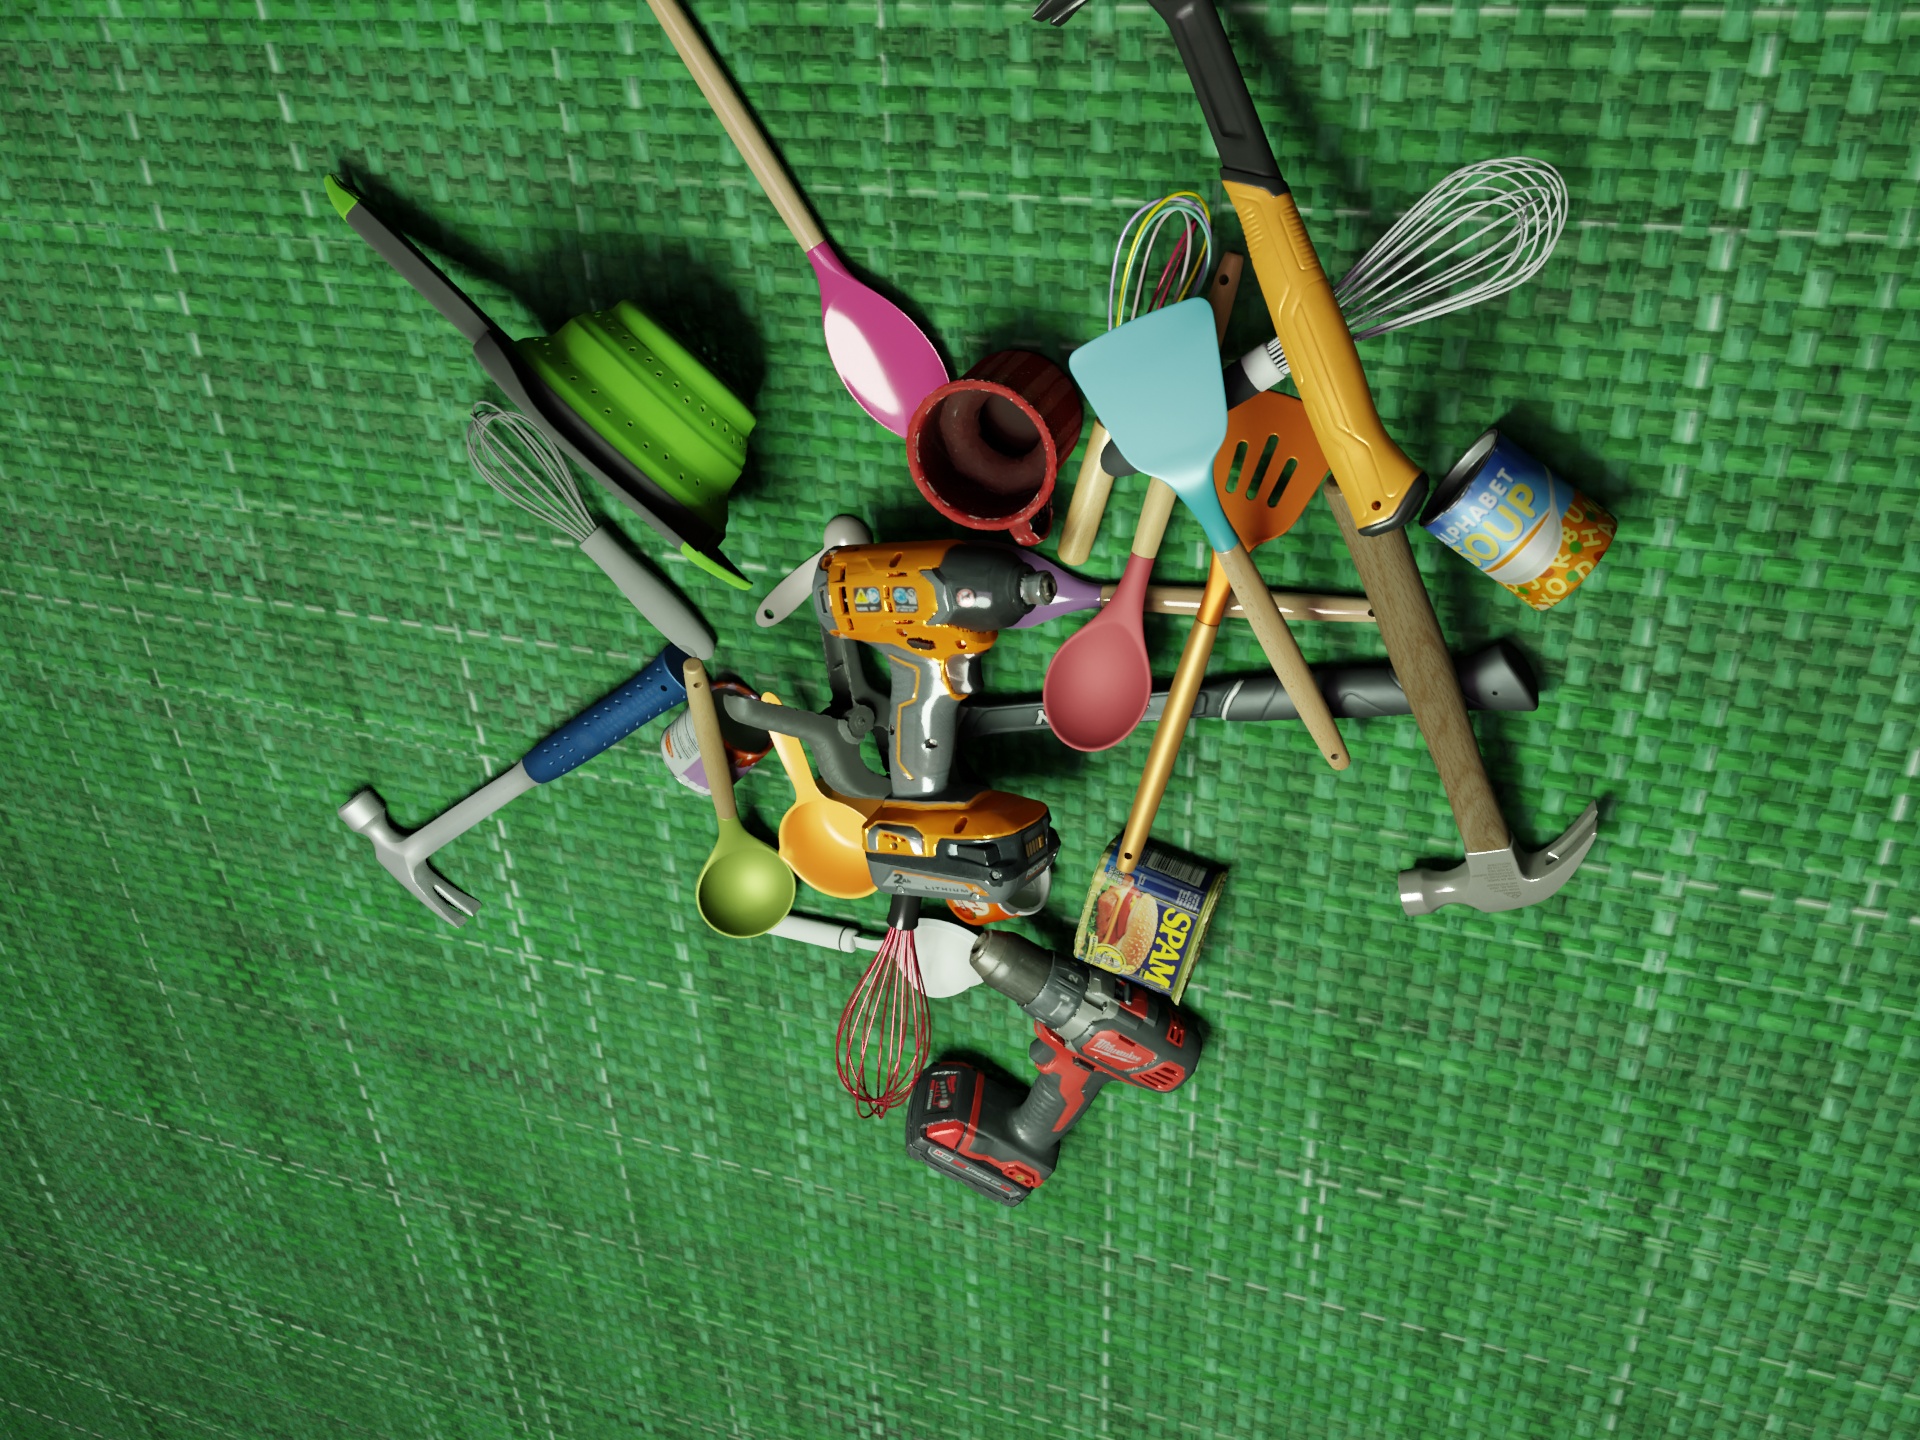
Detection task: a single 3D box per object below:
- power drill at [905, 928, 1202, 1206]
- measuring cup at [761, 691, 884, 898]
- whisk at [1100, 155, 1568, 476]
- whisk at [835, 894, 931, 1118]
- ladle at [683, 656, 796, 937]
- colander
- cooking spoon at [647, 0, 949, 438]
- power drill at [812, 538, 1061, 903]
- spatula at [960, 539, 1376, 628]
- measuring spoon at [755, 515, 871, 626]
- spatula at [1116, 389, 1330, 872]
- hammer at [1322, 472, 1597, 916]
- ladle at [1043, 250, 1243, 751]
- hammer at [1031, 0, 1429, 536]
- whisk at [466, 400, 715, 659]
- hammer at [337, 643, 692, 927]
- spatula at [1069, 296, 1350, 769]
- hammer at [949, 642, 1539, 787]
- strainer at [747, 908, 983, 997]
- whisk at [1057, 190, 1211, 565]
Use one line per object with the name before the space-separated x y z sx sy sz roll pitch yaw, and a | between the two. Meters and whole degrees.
power drill | 0.045 0.256 1.198 0.187 0.080 0.226 31 125 -15
measuring cup | -0.099 0.045 1.163 0.095 0.052 0.173 -10 113 28
whisk | 0.192 -0.210 0.863 0.284 0.070 0.070 -29 106 29
whisk | -0.045 0.163 1.156 0.073 0.073 0.295 15 112 14
ladle | -0.166 0.061 1.129 0.078 0.062 0.319 -16 148 -10
colander | -0.254 -0.250 1.018 0.397 0.204 0.094 43 93 12
cooking spoon | -0.102 -0.311 0.964 0.069 0.017 0.318 -22 110 34
power drill | -0.002 -0.003 1.010 0.164 0.084 0.226 1 107 34
spatula | 0.116 -0.080 1.014 0.316 0.018 0.059 5 109 20
measuring spoon | -0.107 -0.097 1.098 0.034 0.018 0.124 46 127 -8
spatula | 0.148 -0.043 0.983 0.081 0.041 0.322 21 118 12
hammer | 0.283 -0.009 0.935 0.130 0.031 0.331 -12 125 27
ladle | 0.116 -0.124 0.957 0.069 0.031 0.315 23 116 16
hammer | 0.154 -0.252 0.822 0.127 0.034 0.337 -22 91 32
whisk | -0.259 -0.132 1.127 0.055 0.055 0.238 -33 108 35
hammer | -0.345 0.048 1.277 0.405 0.035 0.144 -29 105 34
spatula | 0.165 -0.089 0.918 0.082 0.044 0.317 -20 125 21
hammer | 0.158 -0.007 1.032 0.409 0.036 0.149 -4 119 25
strainer | -0.080 0.176 1.244 0.258 0.050 0.086 10 138 21
whisk | 0.100 -0.194 0.938 0.051 0.047 0.244 30 131 17
